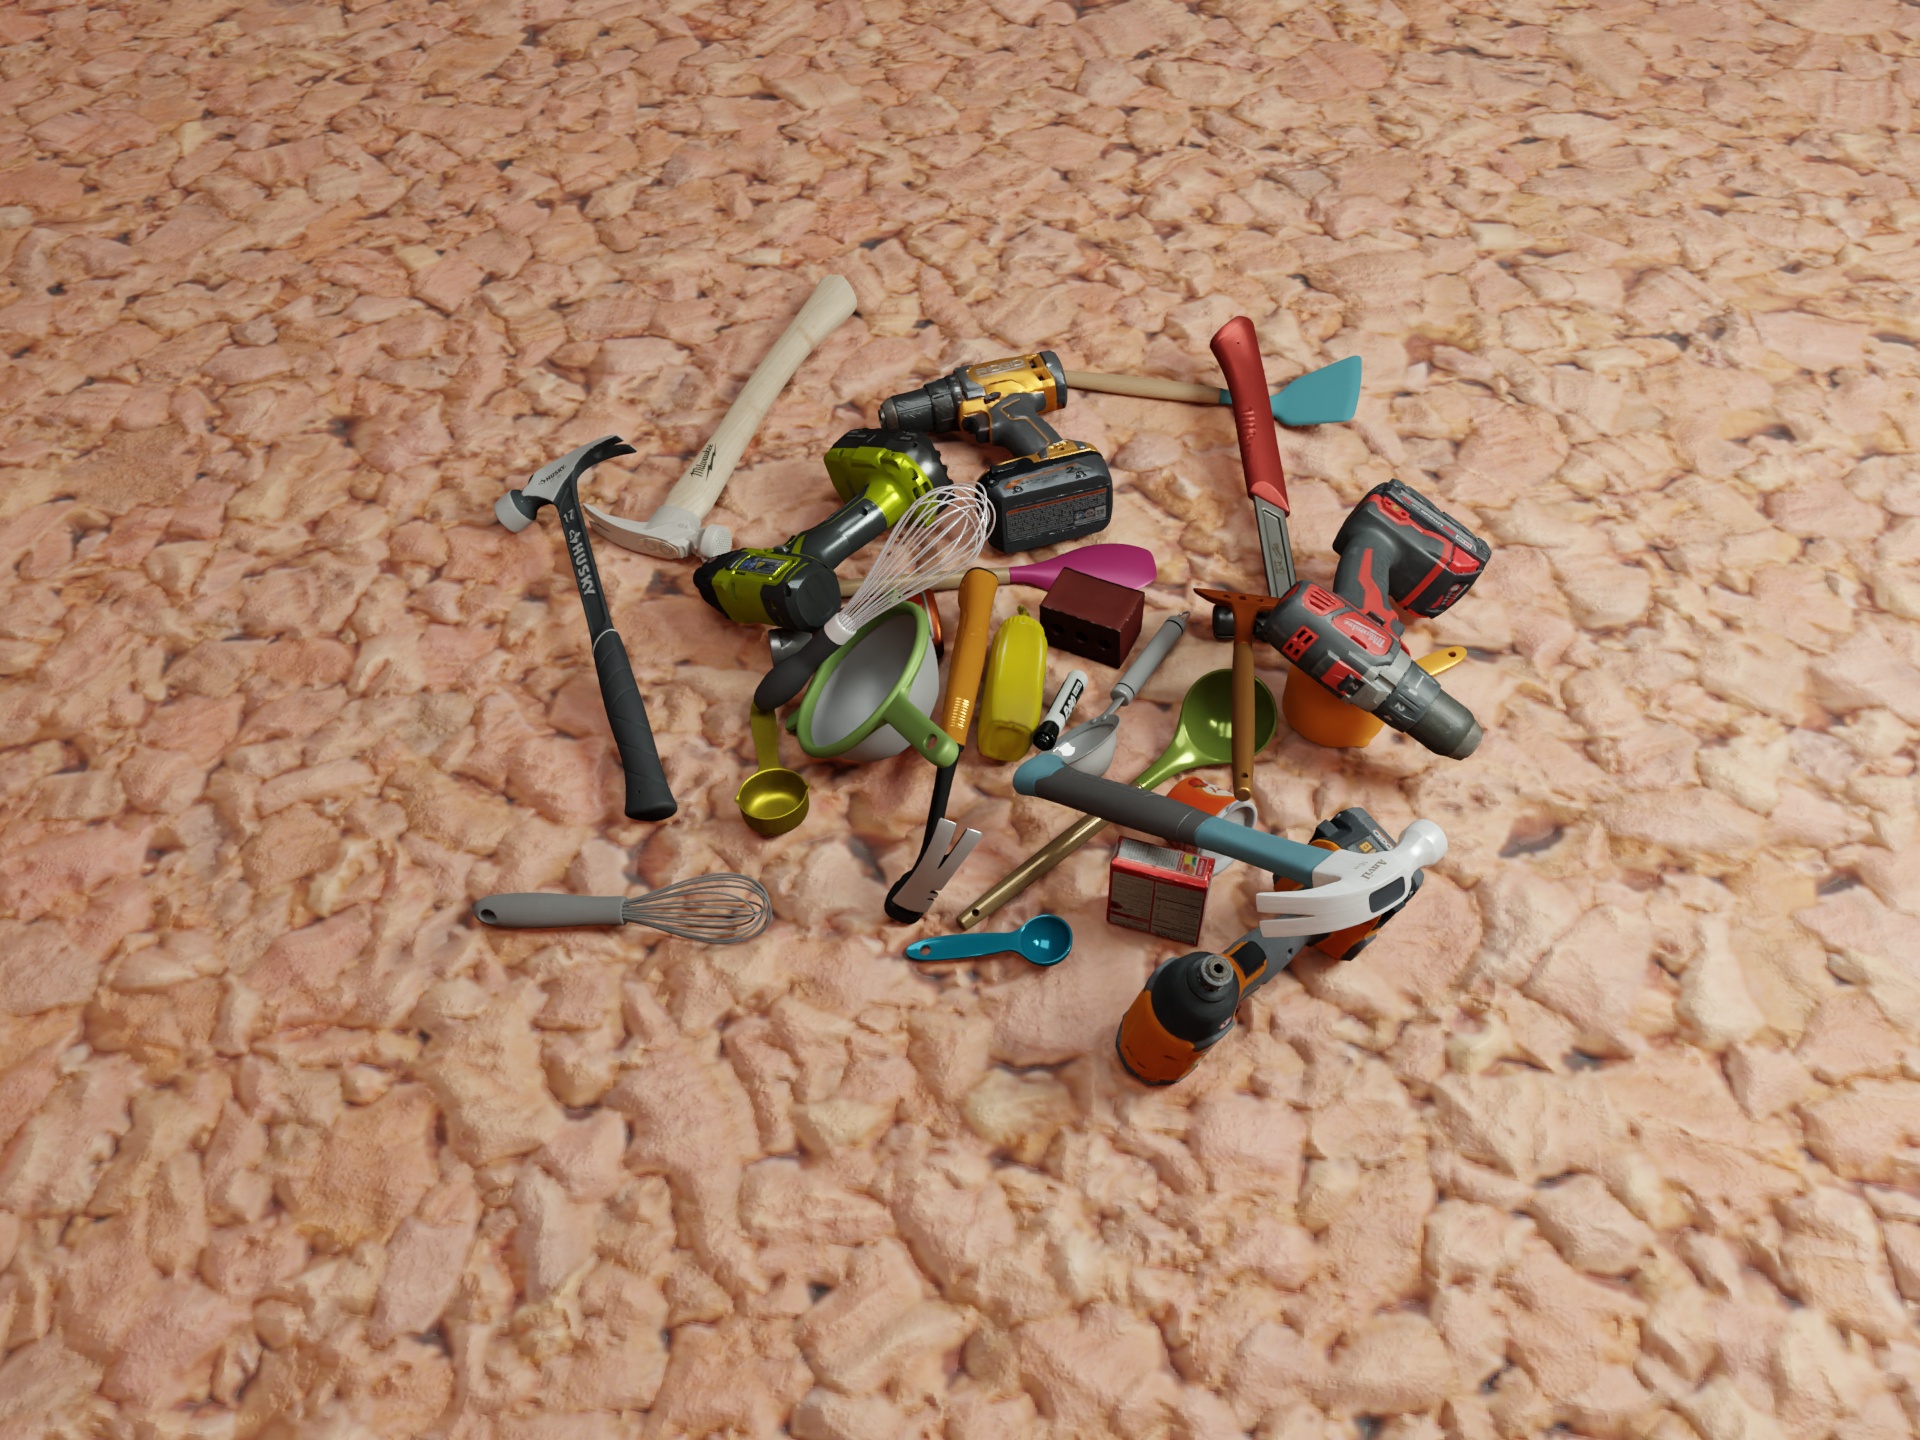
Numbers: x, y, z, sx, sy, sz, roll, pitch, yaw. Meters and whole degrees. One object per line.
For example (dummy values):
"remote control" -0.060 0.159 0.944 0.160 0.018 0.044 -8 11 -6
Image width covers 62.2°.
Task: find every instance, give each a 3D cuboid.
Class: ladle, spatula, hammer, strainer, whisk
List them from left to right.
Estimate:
"hammer" -0.309 -0.083 1.387 0.149 0.036 0.409 -33 57 15
"whisk" -0.261 0.145 1.226 0.239 0.055 0.055 -1 52 7
"hammer" -0.217 -0.315 1.586 0.146 0.038 0.411 15 54 16
"whisk" -0.077 -0.095 1.288 0.284 0.070 0.070 -40 47 28
"strainer" -0.041 -0.003 1.259 0.151 0.069 0.257 -52 30 1
"hammer" -0.002 -0.004 1.286 0.034 0.127 0.337 20 48 -12
"ladle" 0.124 0.065 1.261 0.320 0.062 0.078 -36 78 -19
"strainer" 0.133 -0.015 1.331 0.087 0.050 0.258 -16 27 50
"hammer" 0.165 0.075 1.124 0.128 0.033 0.331 -32 31 -32
"spatula" 0.231 -0.332 1.569 0.317 0.044 0.082 8 63 11
"spatula" 0.219 -0.034 1.236 0.081 0.041 0.323 7 36 5
"hammer" 0.288 -0.229 1.464 0.149 0.036 0.359 -3 60 1

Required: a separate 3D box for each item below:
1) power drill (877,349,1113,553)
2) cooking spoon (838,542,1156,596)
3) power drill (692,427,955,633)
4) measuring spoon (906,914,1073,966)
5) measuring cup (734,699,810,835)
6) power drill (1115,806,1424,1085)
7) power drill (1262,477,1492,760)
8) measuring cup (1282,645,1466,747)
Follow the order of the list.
"power drill" 0.032 -0.259 1.503 0.185 0.084 0.226 -14 48 -7
"cooking spoon" 0.018 -0.129 1.439 0.319 0.017 0.069 -5 51 -1
"power drill" -0.126 -0.169 1.421 0.171 0.080 0.223 13 49 45
"measuring spoon" 0.023 0.174 1.209 0.128 0.021 0.042 -6 51 10
"measuring cup" -0.158 0.036 1.323 0.062 0.029 0.157 -10 41 -4
"power drill" 0.216 0.157 1.115 0.226 0.164 0.084 -33 71 -23
"power drill" 0.359 -0.080 1.288 0.188 0.080 0.227 37 46 3
"measuring cup" 0.353 -0.042 1.331 0.173 0.052 0.095 -22 54 -11
